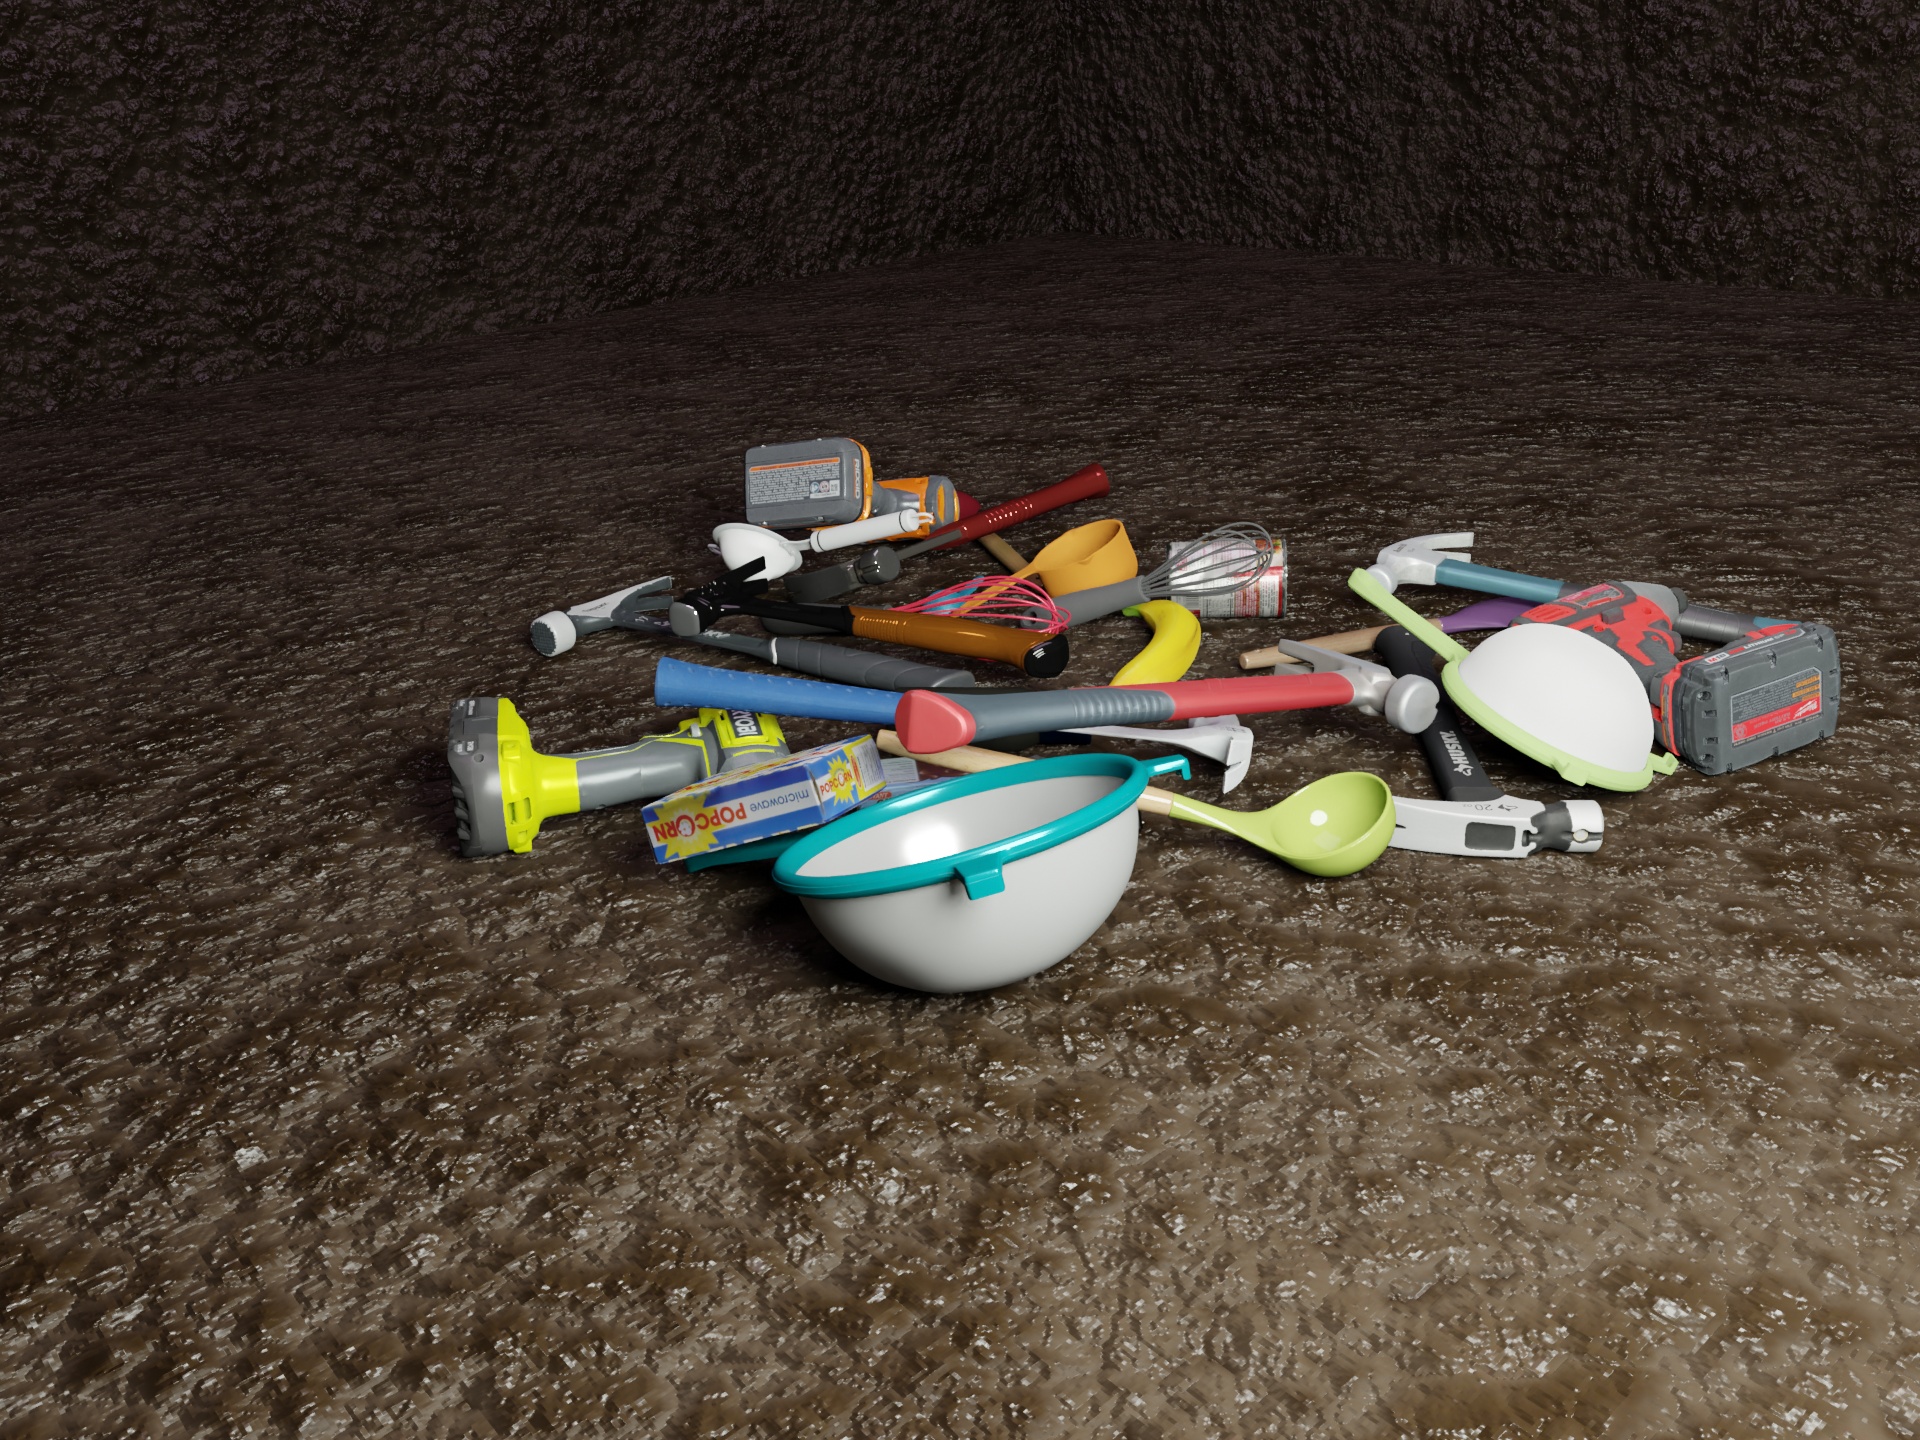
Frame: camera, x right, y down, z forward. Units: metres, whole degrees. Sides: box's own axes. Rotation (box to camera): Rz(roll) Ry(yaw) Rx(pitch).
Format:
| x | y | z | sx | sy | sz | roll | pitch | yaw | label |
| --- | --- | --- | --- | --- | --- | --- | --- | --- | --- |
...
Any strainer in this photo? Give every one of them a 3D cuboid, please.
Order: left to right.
| x | y | z | sx | sy | sz | roll | pitch | yaw | label |
| --- | --- | --- | --- | --- | --- | --- | --- | --- | --- |
| -0.134 | -0.159 | 1.433 | 0.258 | 0.086 | 0.050 | -9 | 59 | 32 | strainer |
| -0.037 | 0.101 | 0.915 | 0.340 | 0.095 | 0.211 | -10 | 10 | 42 | strainer |
| 0.371 | -0.052 | 1.083 | 0.151 | 0.069 | 0.257 | -2 | 36 | -43 | strainer |

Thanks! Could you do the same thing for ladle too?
| x | y | z | sx | sy | sz | roll | pitch | yaw | label |
| --- | --- | --- | --- | --- | --- | --- | --- | --- | --- |
| 0.025 | -0.182 | 1.594 | 0.069 | 0.031 | 0.316 | -11 | 27 | -16 | ladle |
| 0.106 | 0.036 | 0.977 | 0.320 | 0.062 | 0.078 | 12 | 35 | 3 | ladle |

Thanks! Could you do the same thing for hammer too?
| x | y | z | sx | sy | sz | roll | pitch | yaw | label |
| --- | --- | --- | --- | --- | --- | --- | --- | --- | --- |
| -0.167 | -0.062 | 1.341 | 0.409 | 0.036 | 0.149 | 13 | 28 | 31 | hammer |
| -0.066 | -0.080 | 1.287 | 0.337 | 0.034 | 0.127 | 11 | 28 | 26 | hammer |
| -0.002 | -0.003 | 1.073 | 0.405 | 0.035 | 0.144 | 6 | 12 | -3 | hammer |
| 0.007 | -0.181 | 1.510 | 0.359 | 0.036 | 0.149 | -26 | 10 | -38 | hammer |
| 0.122 | -0.016 | 1.019 | 0.386 | 0.038 | 0.143 | -4 | 17 | -33 | hammer |
| 0.332 | 0.004 | 1.124 | 0.146 | 0.035 | 0.335 | 0 | 24 | 5 | hammer |
| 0.508 | -0.100 | 1.308 | 0.331 | 0.033 | 0.128 | 16 | 31 | 29 | hammer |

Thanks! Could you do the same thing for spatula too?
| x | y | z | sx | sy | sz | roll | pitch | yaw | label |
| --- | --- | --- | --- | --- | --- | --- | --- | --- | --- |
| 0.370 | -0.074 | 1.313 | 0.316 | 0.018 | 0.060 | -11 | 26 | -19 | spatula |

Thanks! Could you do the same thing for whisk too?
| x | y | z | sx | sy | sz | roll | pitch | yaw | label |
| --- | --- | --- | --- | --- | --- | --- | --- | --- | --- |
| -0.045 | -0.087 | 1.357 | 0.296 | 0.073 | 0.073 | 2 | 24 | 26 | whisk |
| 0.150 | -0.112 | 1.320 | 0.239 | 0.055 | 0.055 | -15 | 16 | 32 | whisk |

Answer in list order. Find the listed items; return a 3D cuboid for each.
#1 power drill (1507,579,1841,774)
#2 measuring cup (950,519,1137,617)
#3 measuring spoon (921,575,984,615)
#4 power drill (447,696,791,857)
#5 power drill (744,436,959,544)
| x | y | z | sx | sy | sz | roll | pitch | yaw | label |
| --- | --- | --- | --- | --- | --- | --- | --- | --- | --- |
| 0.515 | -0.046 | 1.151 | 0.143 | 0.078 | 0.220 | -18 | 23 | -10 | power drill |
| 0.077 | -0.116 | 1.423 | 0.173 | 0.052 | 0.095 | -28 | 22 | 5 | measuring cup |
| -0.005 | -0.119 | 1.447 | 0.042 | 0.021 | 0.129 | -22 | 12 | 25 | measuring spoon |
| -0.236 | 0.025 | 1.108 | 0.223 | 0.080 | 0.171 | -6 | 24 | -14 | power drill |
| -0.119 | -0.213 | 1.542 | 0.164 | 0.084 | 0.226 | -2 | -2 | 25 | power drill |
